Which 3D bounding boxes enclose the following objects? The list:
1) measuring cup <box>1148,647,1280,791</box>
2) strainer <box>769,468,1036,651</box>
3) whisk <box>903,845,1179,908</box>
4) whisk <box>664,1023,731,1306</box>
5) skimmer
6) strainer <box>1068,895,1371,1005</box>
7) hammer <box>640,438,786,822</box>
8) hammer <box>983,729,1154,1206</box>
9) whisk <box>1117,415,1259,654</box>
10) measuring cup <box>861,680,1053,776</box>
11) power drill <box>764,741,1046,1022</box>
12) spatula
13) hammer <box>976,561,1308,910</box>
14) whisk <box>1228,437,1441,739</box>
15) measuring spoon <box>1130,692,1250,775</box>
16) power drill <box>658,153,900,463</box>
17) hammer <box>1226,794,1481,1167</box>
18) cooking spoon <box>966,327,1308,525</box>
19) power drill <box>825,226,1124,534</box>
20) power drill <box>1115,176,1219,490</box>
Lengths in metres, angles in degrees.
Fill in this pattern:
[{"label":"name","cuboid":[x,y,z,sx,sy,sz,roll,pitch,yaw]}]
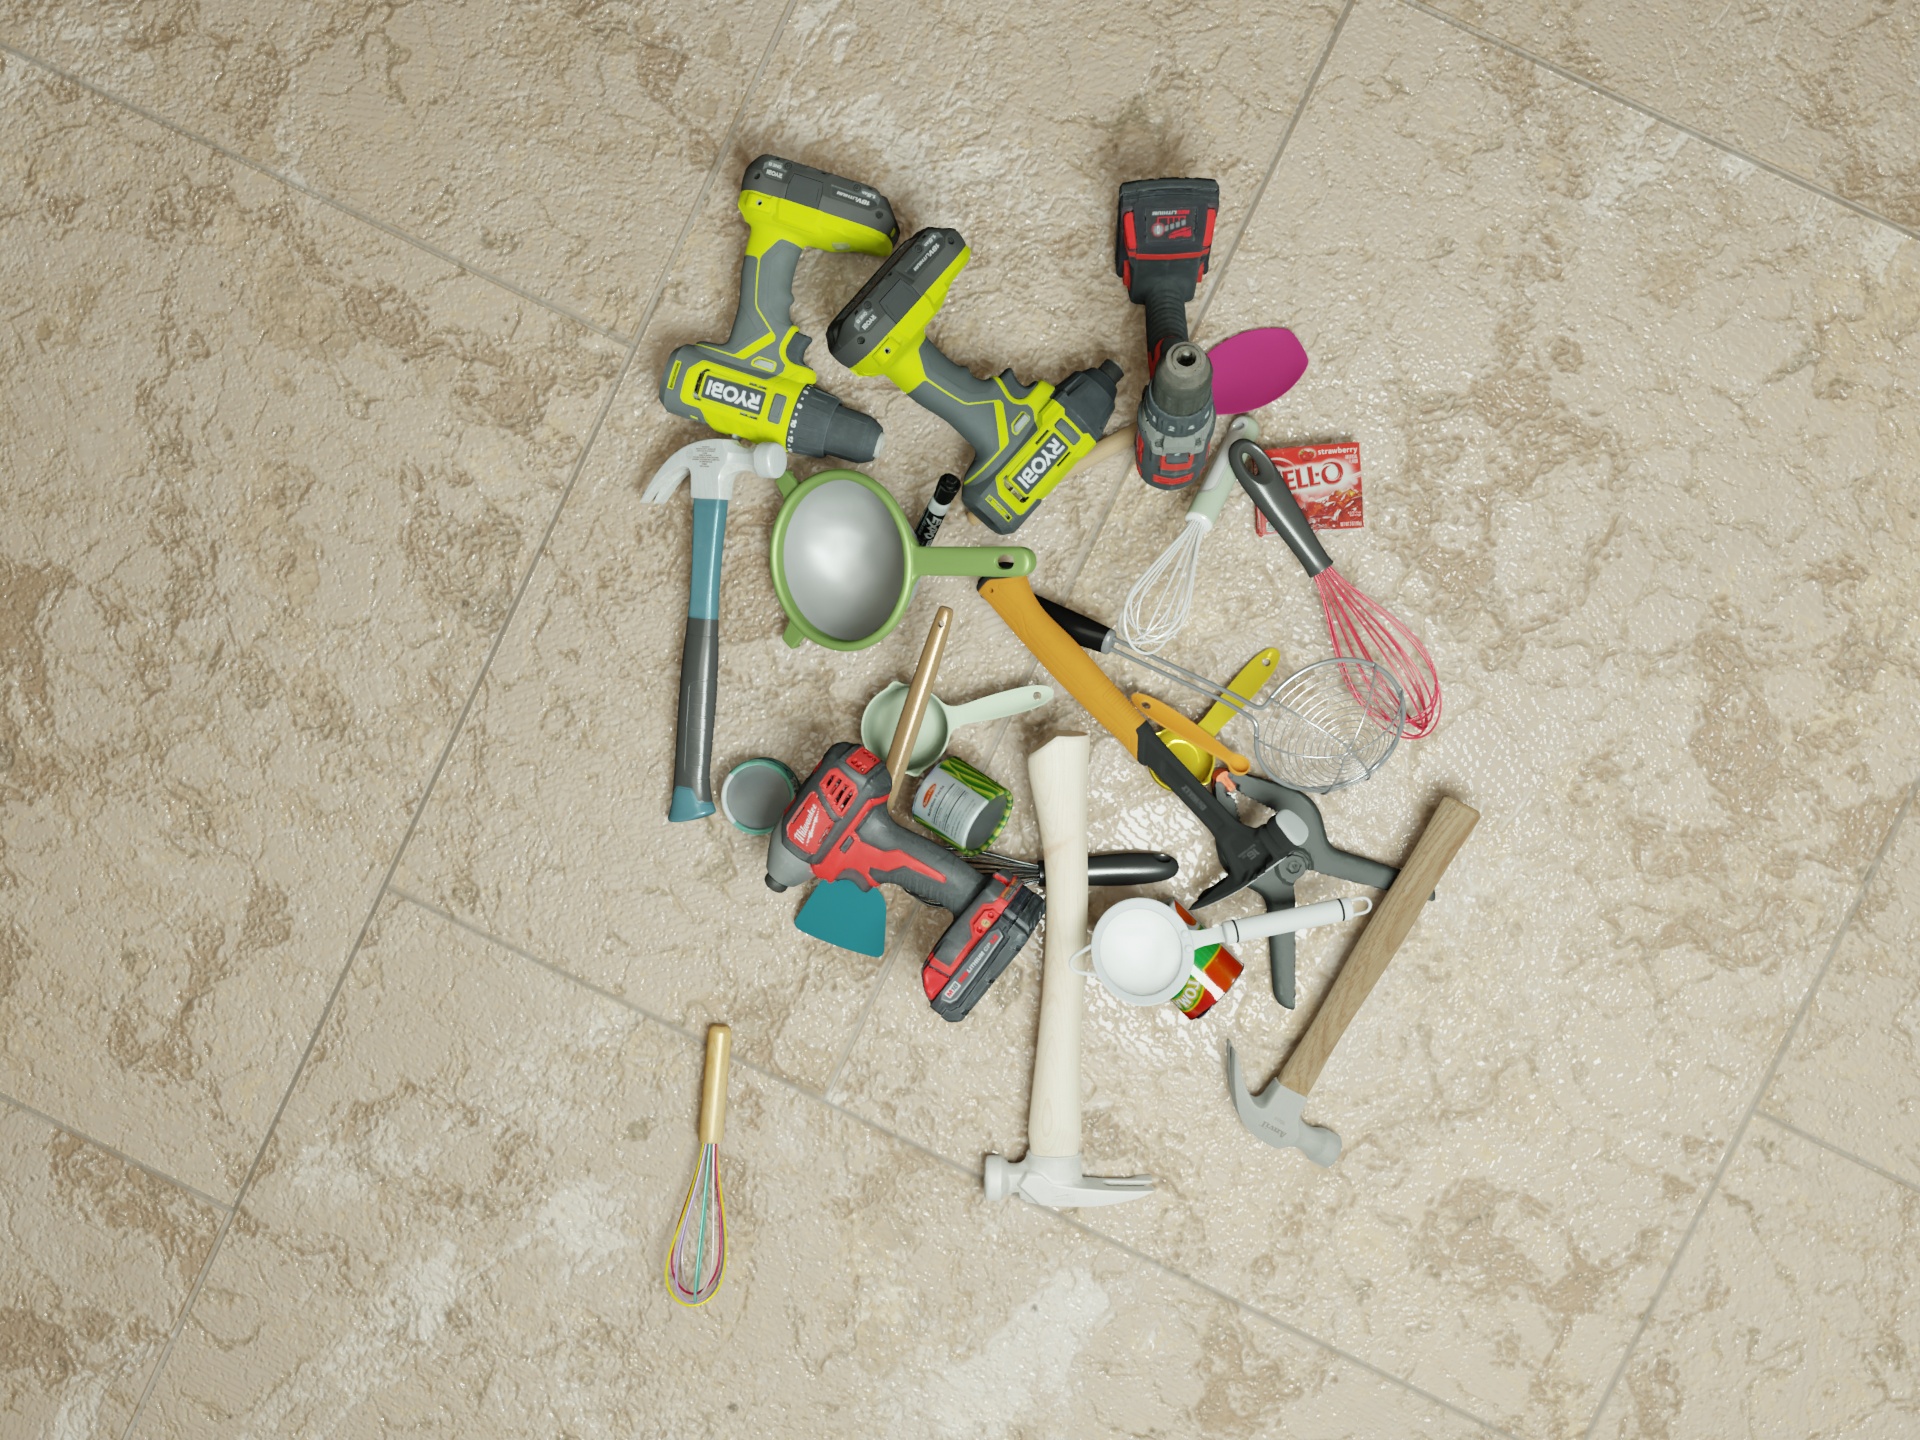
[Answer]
[{"label":"measuring cup","cuboid":[0.220,-0.001,1.364,0.062,0.029,0.156,41,81,9]},{"label":"strainer","cuboid":[-0.039,-0.133,1.309,0.256,0.069,0.151,4,100,32]},{"label":"whisk","cuboid":[0.068,0.130,1.362,0.239,0.055,0.055,-2,91,-3]},{"label":"whisk","cuboid":[-0.223,0.387,1.381,0.047,0.051,0.245,5,89,8]},{"label":"skimmer","cuboid":[0.189,-0.049,1.332,0.363,0.090,0.127,26,120,19]},{"label":"strainer","cuboid":[0.211,0.175,1.293,0.258,0.050,0.087,-11,79,-5]},{"label":"hammer","cuboid":[-0.220,-0.074,1.358,0.128,0.033,0.331,8,97,26]},{"label":"hammer","cuboid":[0.096,0.212,1.335,0.146,0.038,0.410,1,101,1]},{"label":"whisk","cuboid":[0.192,-0.157,1.309,0.059,0.058,0.246,45,62,-35]},{"label":"measuring cup","cuboid":[-0.002,-0.004,1.364,0.167,0.038,0.083,-14,91,1]},{"label":"power drill","cuboid":[-0.053,0.134,1.288,0.219,0.078,0.143,39,110,4]},{"label":"spatula","cuboid":[-0.060,0.053,1.340,0.082,0.044,0.317,19,101,3]},{"label":"hammer","cuboid":[0.131,0.005,1.316,0.337,0.034,0.127,48,129,3]},{"label":"whisk","cuboid":[0.310,-0.109,1.320,0.073,0.073,0.296,-35,96,3]},{"label":"measuring spoon","cuboid":[0.192,0.012,1.341,0.117,0.011,0.021,34,56,11]},{"label":"power drill","cuboid":[-0.132,-0.339,1.342,0.190,0.080,0.228,18,95,2]},{"label":"hammer","cuboid":[0.333,0.210,1.332,0.130,0.031,0.331,28,97,-10]},{"label":"cooking spoon","cuboid":[0.148,-0.246,1.360,0.319,0.017,0.069,-27,76,3]},{"label":"power drill","cuboid":[0.016,-0.286,1.300,0.223,0.080,0.171,42,87,-19]},{"label":"power drill","cuboid":[0.168,-0.315,1.258,0.080,0.187,0.227,-1,75,3]}]
